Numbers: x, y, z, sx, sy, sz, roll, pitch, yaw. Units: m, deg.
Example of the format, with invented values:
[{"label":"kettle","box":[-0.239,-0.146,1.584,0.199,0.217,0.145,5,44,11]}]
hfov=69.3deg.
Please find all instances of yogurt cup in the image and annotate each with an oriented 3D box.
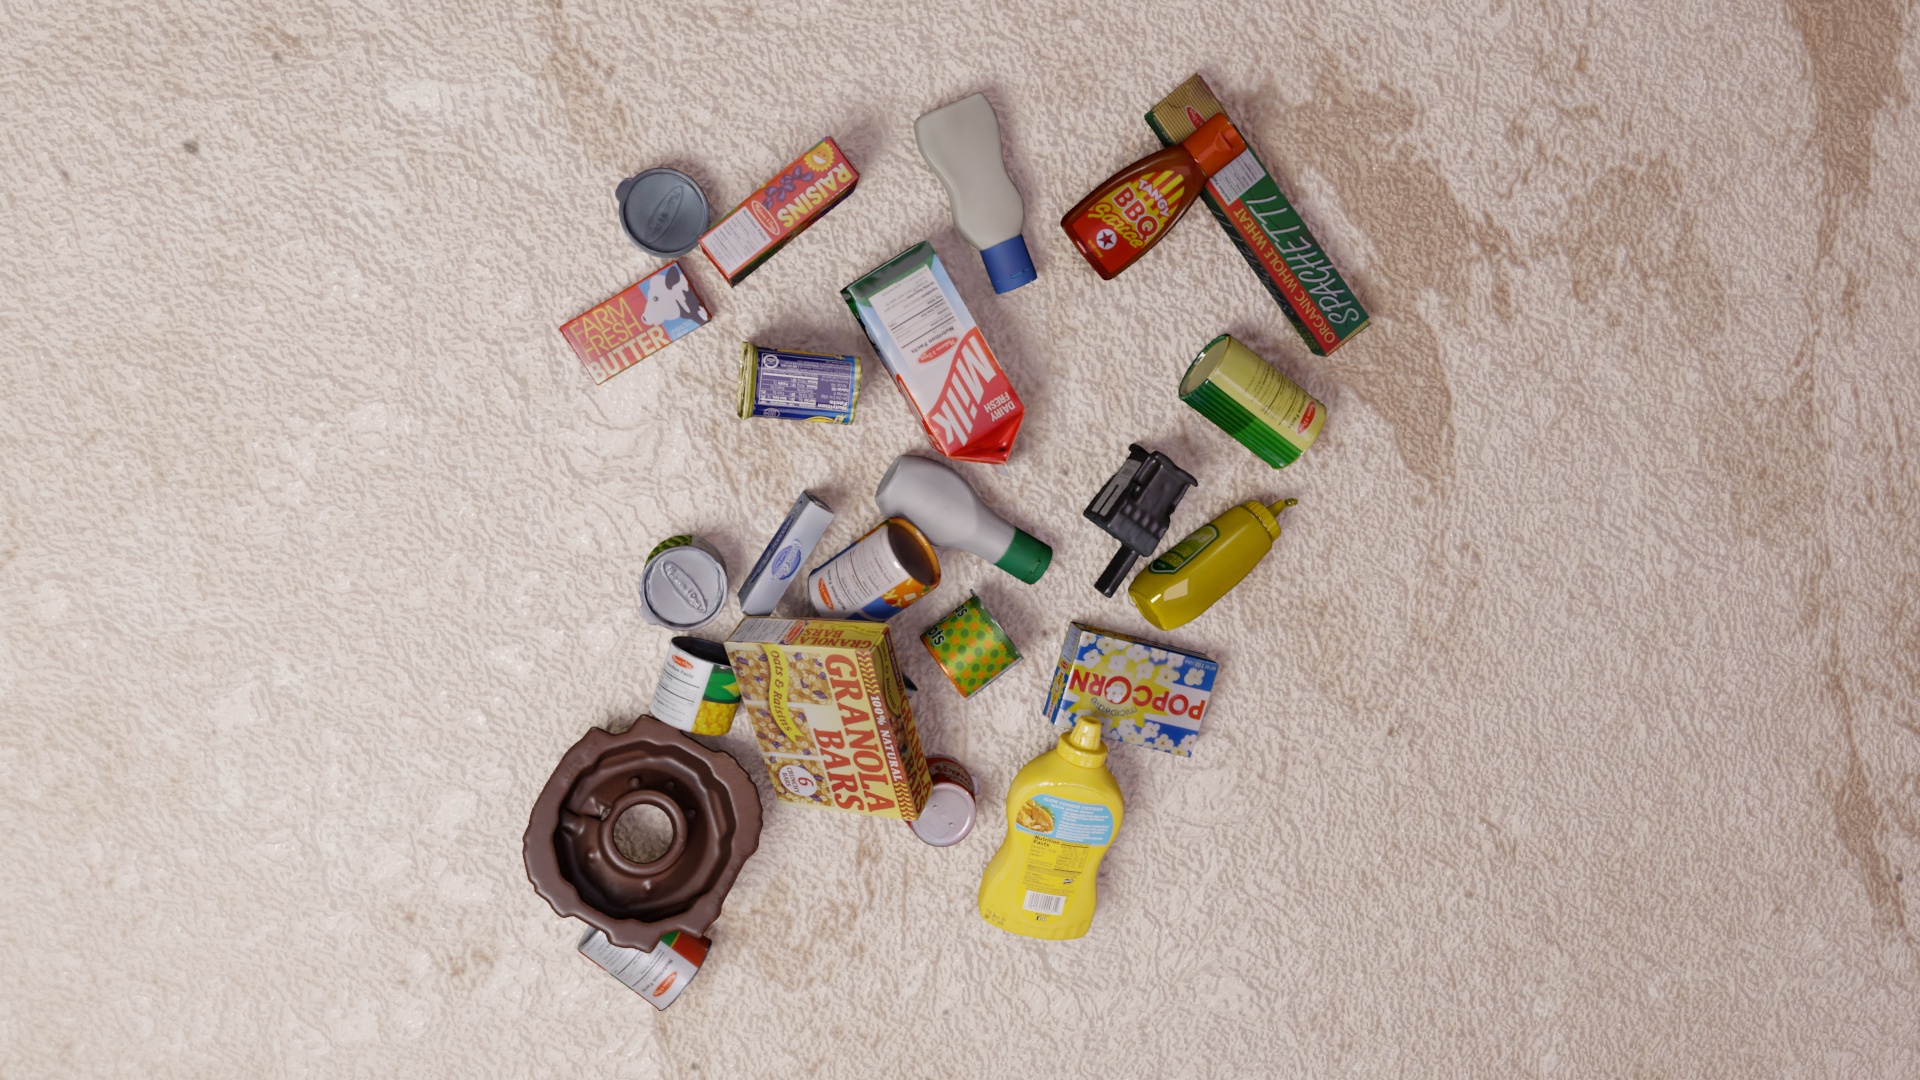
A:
[{"label":"yogurt cup","box":[-0.018,0.216,1.138,0.072,0.054,0.072,-1,99,-9]}]

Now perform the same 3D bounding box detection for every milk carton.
[{"label":"milk carton","box":[-0.013,-0.131,1.079,0.073,0.072,0.190,-32,101,-4]}]

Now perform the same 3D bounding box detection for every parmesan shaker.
[{"label":"parmesan shaker","box":[0.237,-0.115,1.131,0.103,0.071,0.071,34,91,-12]}]

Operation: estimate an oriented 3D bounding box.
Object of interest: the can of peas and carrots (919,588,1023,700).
[{"label":"can of peas and carrots","box":[0.007,0.084,1.117,0.059,0.071,0.071,-37,103,-2]}]

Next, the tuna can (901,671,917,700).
[{"label":"tuna can","box":[-0.071,0.109,1.107,0.071,0.071,0.033,39,91,-13]}]

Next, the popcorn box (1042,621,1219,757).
[{"label":"popcorn box","box":[0.143,0.125,1.161,0.127,0.038,0.085,15,97,-12]}]

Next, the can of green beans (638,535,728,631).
[{"label":"can of green beans","box":[-0.213,0.032,1.074,0.071,0.058,0.071,-2,99,-10]}]

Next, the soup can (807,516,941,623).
[{"label":"soup can","box":[-0.065,0.030,1.082,0.083,0.072,0.071,-34,104,25]}]

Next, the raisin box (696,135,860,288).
[{"label":"raisin box","box":[-0.135,-0.243,1.033,0.123,0.086,0.040,-39,98,-3]}]

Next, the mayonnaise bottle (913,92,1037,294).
[{"label":"mayonnaise bottle","box":[0.017,-0.267,1.081,0.065,0.041,0.147,-23,103,-4]}]

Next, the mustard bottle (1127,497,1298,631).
[{"label":"mustard bottle","box":[0.214,0.010,1.147,0.160,0.065,0.048,-38,108,-9]}]

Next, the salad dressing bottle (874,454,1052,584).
[{"label":"salad dressing bottle","box":[0.004,-0.014,1.114,0.147,0.044,0.064,30,97,-14]}]

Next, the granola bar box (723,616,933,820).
[{"label":"granola bar box","box":[-0.098,0.136,1.065,0.124,0.039,0.164,2,123,22]}]

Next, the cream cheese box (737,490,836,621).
[{"label":"cream cheese box","box":[-0.138,0.012,1.087,0.024,0.053,0.103,33,92,-18]}]

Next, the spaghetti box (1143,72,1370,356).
[{"label":"spaghetti box","box":[0.242,-0.260,1.127,0.050,0.029,0.249,-40,103,-2]}]

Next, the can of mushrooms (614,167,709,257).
[{"label":"can of mushrooms","box":[-0.224,-0.247,1.043,0.071,0.033,0.071,-2,99,-10]}]

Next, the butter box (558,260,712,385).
[{"label":"butter box","box":[-0.246,-0.165,1.056,0.103,0.024,0.053,-31,103,-4]}]

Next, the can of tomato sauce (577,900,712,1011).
[{"label":"can of tomato sauce","box":[-0.251,0.321,1.105,0.083,0.071,0.071,40,90,-10]}]

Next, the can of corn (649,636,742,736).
[{"label":"can of corn","box":[-0.201,0.114,1.086,0.071,0.071,0.058,18,96,-12]}]

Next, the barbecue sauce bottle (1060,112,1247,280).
[{"label":"barbecue sauce bottle","box":[0.153,-0.272,1.083,0.148,0.044,0.065,-38,105,13]}]
